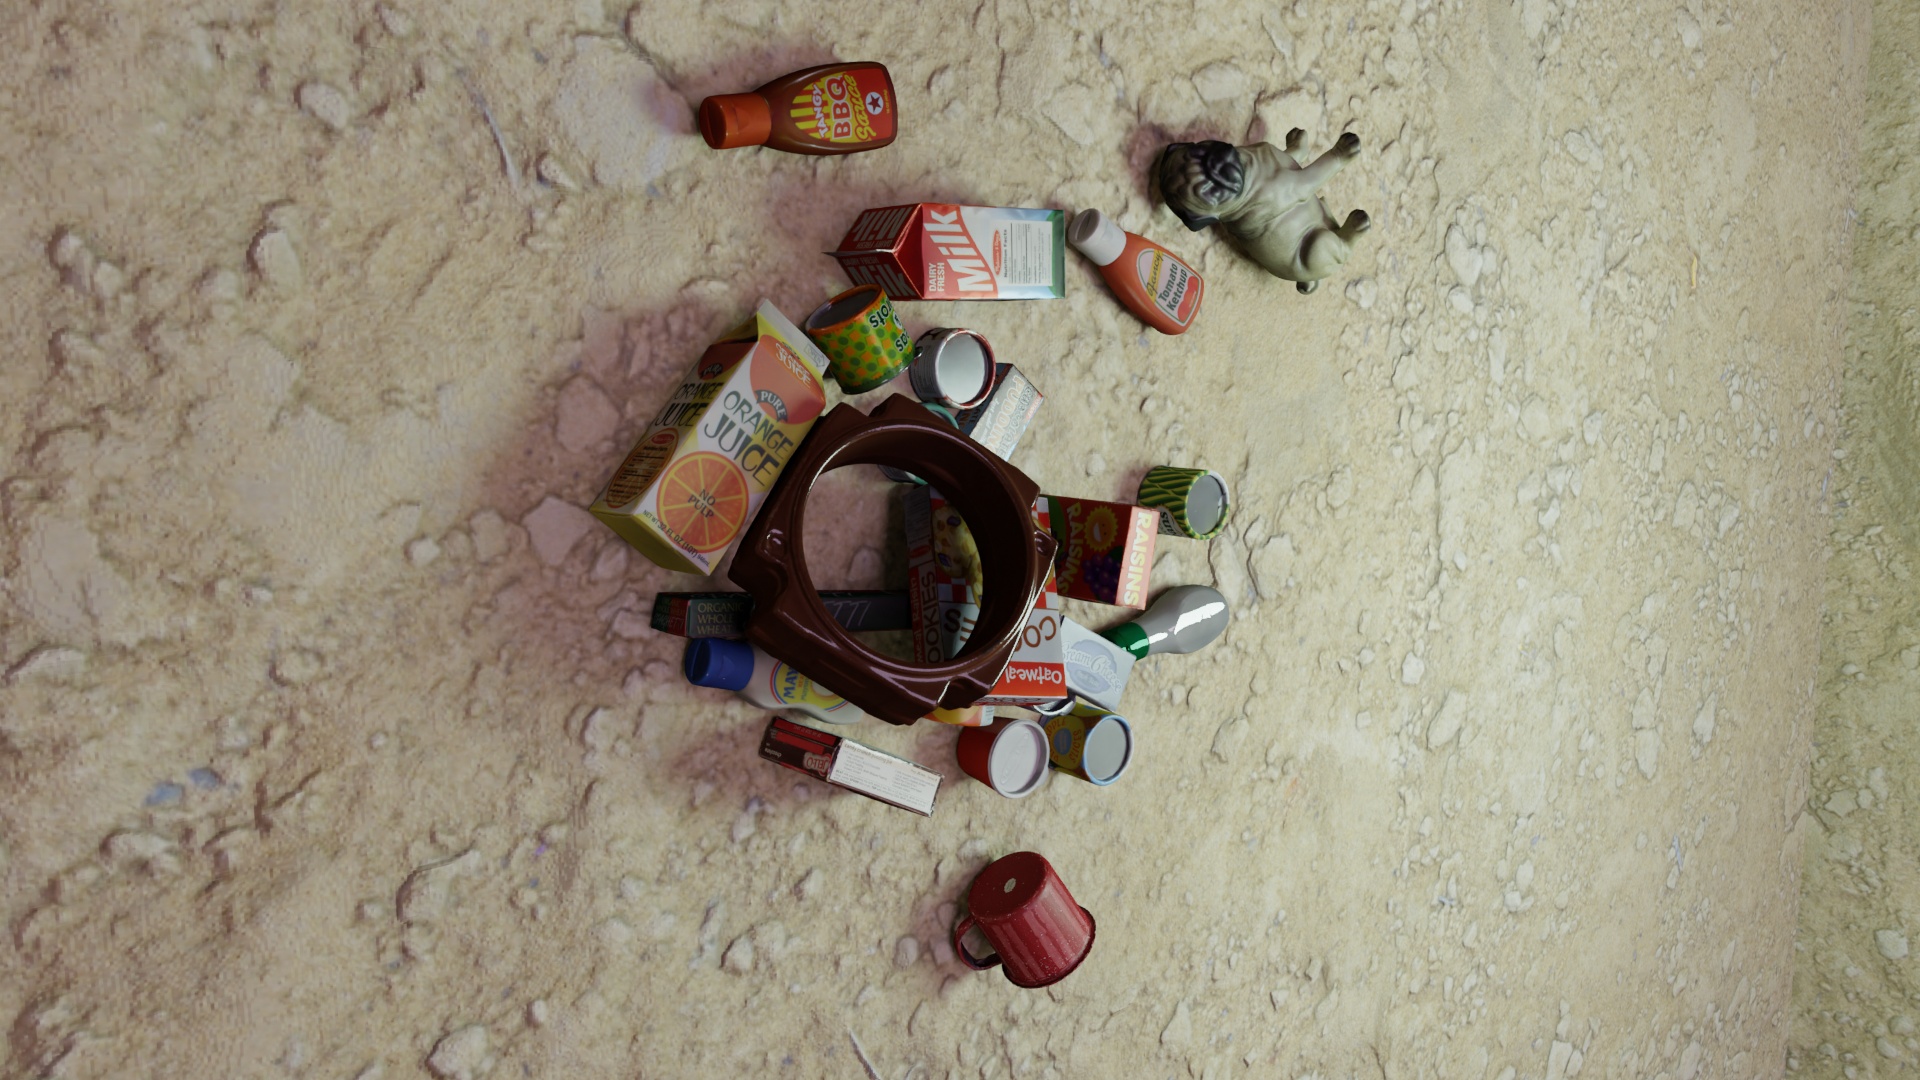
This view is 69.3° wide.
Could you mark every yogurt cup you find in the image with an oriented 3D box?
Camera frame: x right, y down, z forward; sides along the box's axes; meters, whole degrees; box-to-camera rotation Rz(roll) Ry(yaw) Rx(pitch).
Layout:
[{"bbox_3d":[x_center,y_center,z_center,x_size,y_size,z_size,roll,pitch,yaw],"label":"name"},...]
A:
[{"bbox_3d":[0.034,0.181,1.184,0.072,0.054,0.072,-7,100,-39],"label":"yogurt cup"}]

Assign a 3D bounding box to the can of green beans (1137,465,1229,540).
[{"bbox_3d":[0.209,-0.035,1.301,0.071,0.058,0.071,-7,100,-39],"label":"can of green beans"}]

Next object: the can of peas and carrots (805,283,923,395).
[{"bbox_3d":[-0.072,-0.152,1.039,0.071,0.071,0.058,-45,122,-26],"label":"can of peas and carrots"}]

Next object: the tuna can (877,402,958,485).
[{"bbox_3d":[-0.032,-0.078,1.107,0.071,0.033,0.071,-7,101,-39],"label":"tuna can"}]

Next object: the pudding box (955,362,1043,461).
[{"bbox_3d":[0.028,-0.101,1.157,0.049,0.030,0.084,44,68,-36],"label":"pudding box"}]

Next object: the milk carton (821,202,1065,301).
[{"bbox_3d":[-0.010,-0.223,1.081,0.191,0.072,0.073,-9,102,-40],"label":"milk carton"}]

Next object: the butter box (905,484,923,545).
[{"bbox_3d":[0.004,-0.014,1.152,0.103,0.024,0.053,9,89,-41],"label":"butter box"}]

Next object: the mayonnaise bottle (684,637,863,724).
[{"bbox_3d":[-0.134,0.100,1.040,0.148,0.041,0.064,14,88,-41],"label":"mayonnaise bottle"}]

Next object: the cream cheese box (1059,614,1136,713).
[{"bbox_3d":[0.103,0.104,1.174,0.103,0.024,0.053,31,75,-39],"label":"cream cheese box"}]

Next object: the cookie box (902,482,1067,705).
[{"bbox_3d":[0.019,0.045,1.096,0.123,0.040,0.168,6,72,-38],"label":"cookie box"}]

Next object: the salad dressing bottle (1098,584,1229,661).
[{"bbox_3d":[0.190,0.084,1.311,0.148,0.044,0.064,-17,109,-36],"label":"salad dressing bottle"}]

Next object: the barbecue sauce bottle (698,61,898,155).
[{"bbox_3d":[-0.115,-0.307,0.999,0.149,0.043,0.064,-20,109,-36],"label":"barbecue sauce bottle"}]

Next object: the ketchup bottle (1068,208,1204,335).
[{"bbox_3d":[0.156,-0.242,1.238,0.148,0.043,0.065,28,78,-38],"label":"ketchup bottle"}]

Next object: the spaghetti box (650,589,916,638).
[{"bbox_3d":[-0.109,0.054,1.049,0.250,0.050,0.028,1,94,-40],"label":"spaghetti box"}]

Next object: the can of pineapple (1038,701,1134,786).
[{"bbox_3d":[0.112,0.182,1.248,0.071,0.058,0.071,-7,101,-39],"label":"can of pineapple"}]

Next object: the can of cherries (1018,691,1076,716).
[{"bbox_3d":[0.062,0.116,1.197,0.072,0.058,0.071,-6,100,-40],"label":"can of cherries"}]

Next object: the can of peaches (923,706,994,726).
[{"bbox_3d":[-0.005,0.117,1.138,0.071,0.071,0.058,5,93,-41],"label":"can of peaches"}]

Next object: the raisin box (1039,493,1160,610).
[{"bbox_3d":[0.106,0.008,1.177,0.040,0.123,0.086,11,89,-40],"label":"raisin box"}]

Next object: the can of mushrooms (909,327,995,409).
[{"bbox_3d":[-0.004,-0.139,1.123,0.071,0.033,0.071,-6,99,-39],"label":"can of mushrooms"}]

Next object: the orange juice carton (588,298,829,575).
[{"bbox_3d":[-0.164,-0.075,0.969,0.071,0.073,0.193,44,68,-32],"label":"orange juice carton"}]
